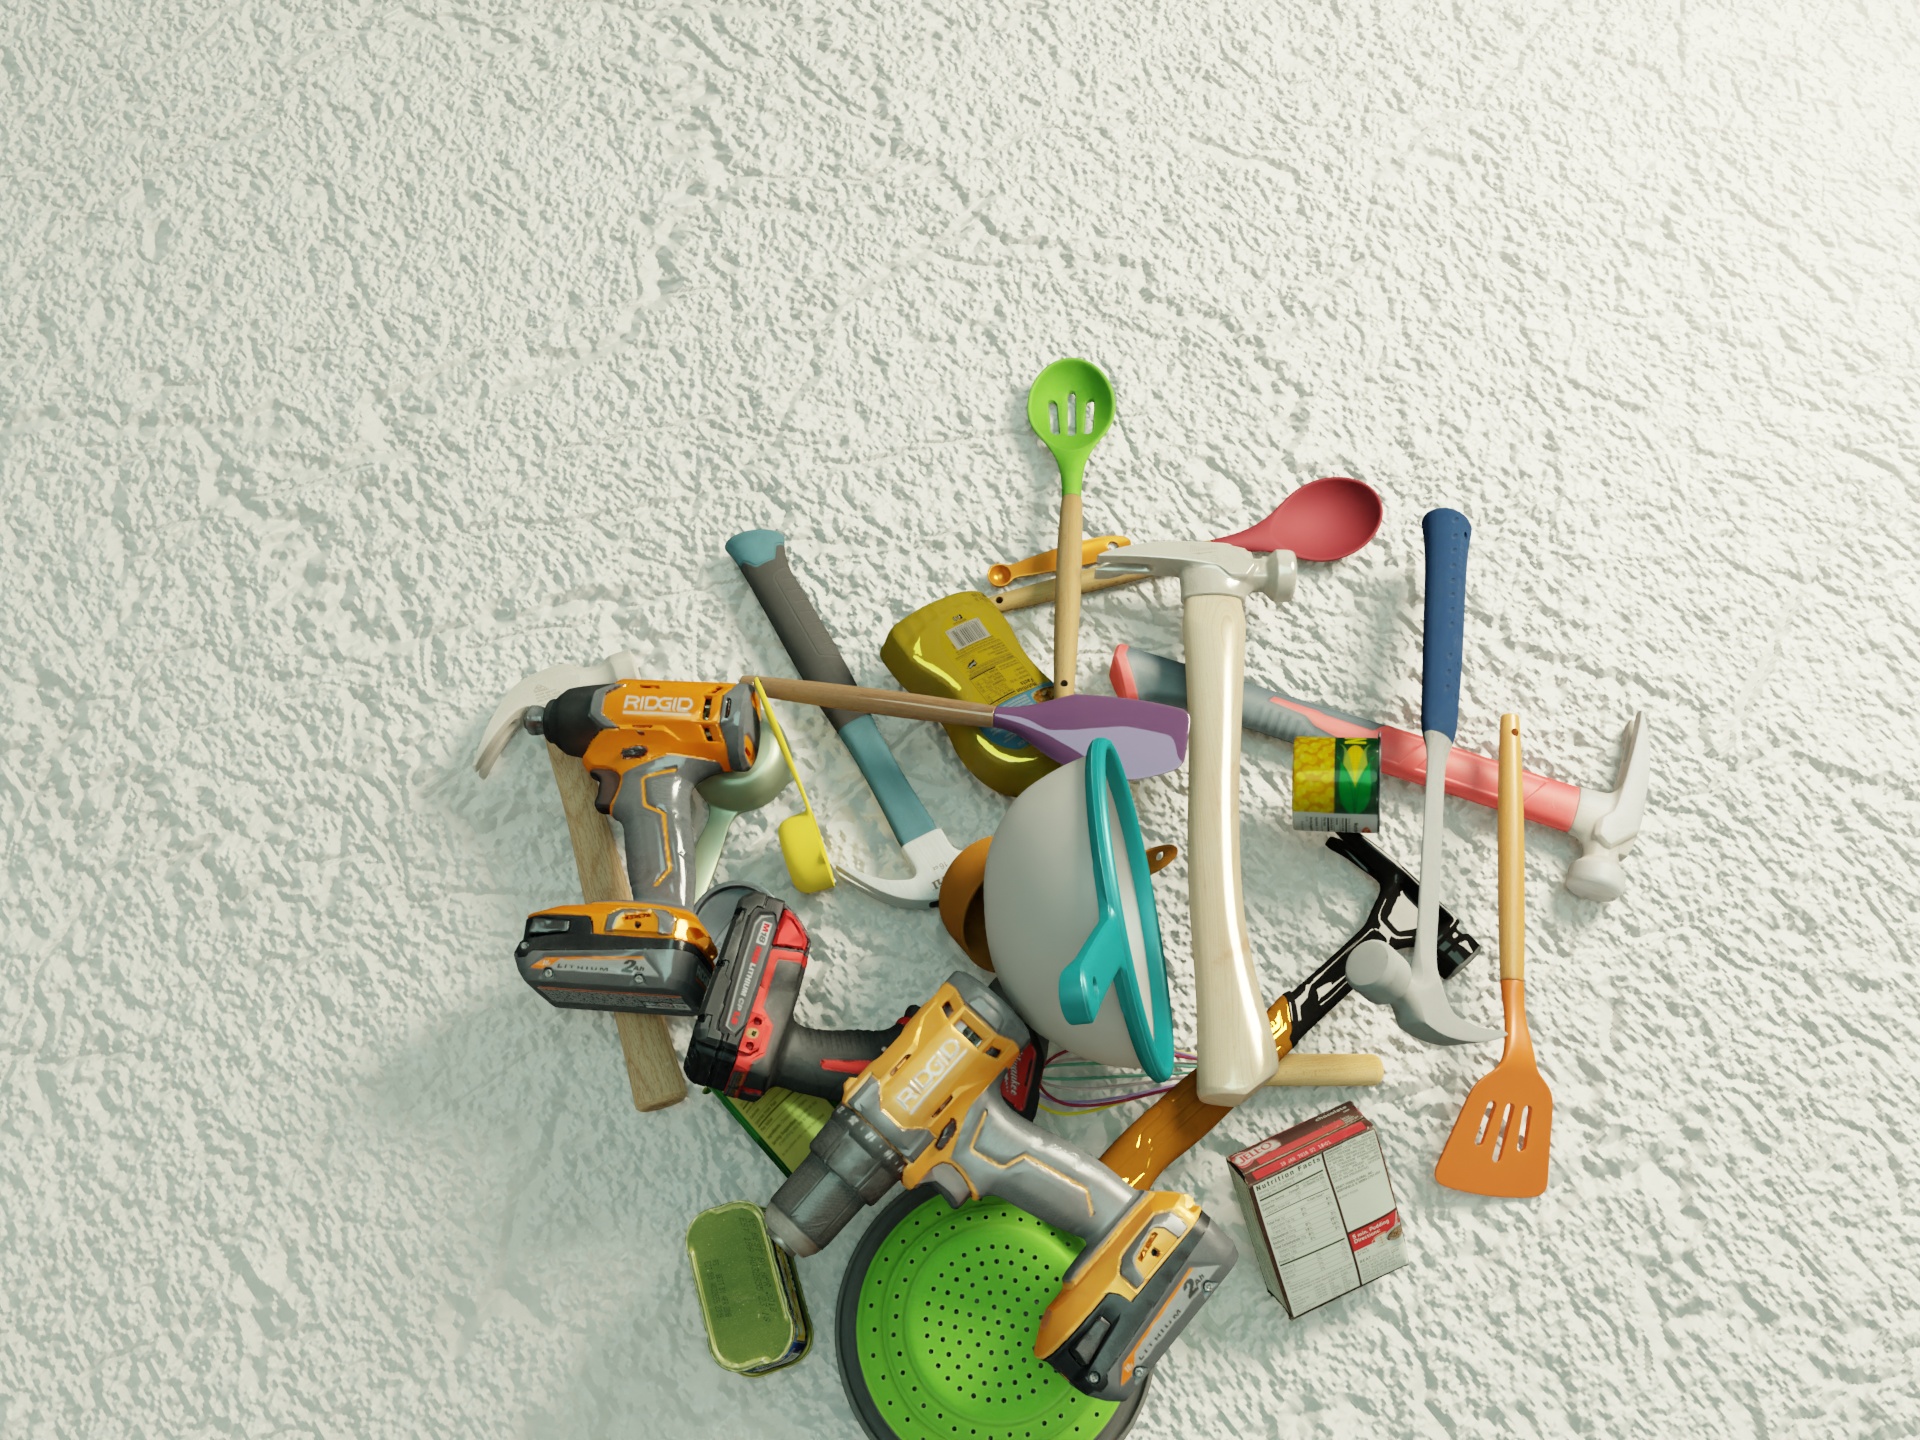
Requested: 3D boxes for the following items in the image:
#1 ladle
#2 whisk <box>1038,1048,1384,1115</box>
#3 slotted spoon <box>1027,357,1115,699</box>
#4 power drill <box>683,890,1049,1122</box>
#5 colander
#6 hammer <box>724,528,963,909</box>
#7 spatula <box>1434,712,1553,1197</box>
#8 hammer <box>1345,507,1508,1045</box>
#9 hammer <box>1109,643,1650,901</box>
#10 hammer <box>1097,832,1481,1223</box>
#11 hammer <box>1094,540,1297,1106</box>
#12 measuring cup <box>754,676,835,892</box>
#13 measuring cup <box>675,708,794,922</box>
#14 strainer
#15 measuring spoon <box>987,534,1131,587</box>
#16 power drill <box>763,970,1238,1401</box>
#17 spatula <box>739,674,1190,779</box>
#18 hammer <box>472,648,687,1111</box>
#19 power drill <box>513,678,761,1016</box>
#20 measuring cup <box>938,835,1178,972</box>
[{"bbox_3d":[0.167,-0.124,1.212,0.315,0.031,0.069,-14,67,-3],"label":"ladle"},{"bbox_3d":[0.160,0.236,1.056,0.245,0.051,0.047,1,53,-5],"label":"whisk"},{"bbox_3d":[0.081,-0.146,1.201,0.070,0.031,0.314,1,60,6],"label":"slotted spoon"},{"bbox_3d":[-0.051,0.194,1.002,0.219,0.078,0.143,19,57,-4],"label":"power drill"},{"bbox_3d":[0.003,0.443,0.942,0.204,0.094,0.397,13,68,6],"label":"colander"},{"bbox_3d":[-0.082,-0.008,1.163,0.128,0.033,0.331,-27,70,-11],"label":"hammer"},{"bbox_3d":[0.364,0.152,1.068,0.081,0.041,0.323,10,72,-11],"label":"spatula"},{"bbox_3d":[0.324,0.026,1.076,0.035,0.144,0.406,-18,46,40],"label":"hammer"},{"bbox_3d":[0.298,0.003,1.152,0.386,0.038,0.143,18,68,8],"label":"hammer"},{"bbox_3d":[0.192,0.204,1.037,0.337,0.034,0.127,-36,71,-26],"label":"hammer"},{"bbox_3d":[0.162,0.054,1.077,0.146,0.038,0.411,2,61,2],"label":"hammer"},{"bbox_3d":[-0.124,0.047,1.100,0.029,0.062,0.156,-20,99,-3],"label":"measuring cup"},{"bbox_3d":[-0.173,0.064,1.129,0.083,0.038,0.168,15,66,6],"label":"measuring cup"},{"bbox_3d":[0.053,0.126,0.913,0.095,0.340,0.211,-11,92,12],"label":"strainer"},{"bbox_3d":[0.076,-0.122,1.223,0.117,0.011,0.021,-15,68,-10],"label":"measuring spoon"},{"bbox_3d":[0.018,0.282,0.901,0.226,0.084,0.185,42,74,8],"label":"power drill"},{"bbox_3d":[-0.002,-0.004,1.097,0.316,0.018,0.060,8,70,10],"label":"spatula"},{"bbox_3d":[-0.253,0.111,1.115,0.130,0.031,0.332,-17,69,-7],"label":"hammer"},{"bbox_3d":[-0.229,0.076,1.070,0.164,0.084,0.227,3,65,6],"label":"power drill"},{"bbox_3d":[0.065,0.109,1.096,0.173,0.095,0.052,-19,28,-22],"label":"measuring cup"}]
